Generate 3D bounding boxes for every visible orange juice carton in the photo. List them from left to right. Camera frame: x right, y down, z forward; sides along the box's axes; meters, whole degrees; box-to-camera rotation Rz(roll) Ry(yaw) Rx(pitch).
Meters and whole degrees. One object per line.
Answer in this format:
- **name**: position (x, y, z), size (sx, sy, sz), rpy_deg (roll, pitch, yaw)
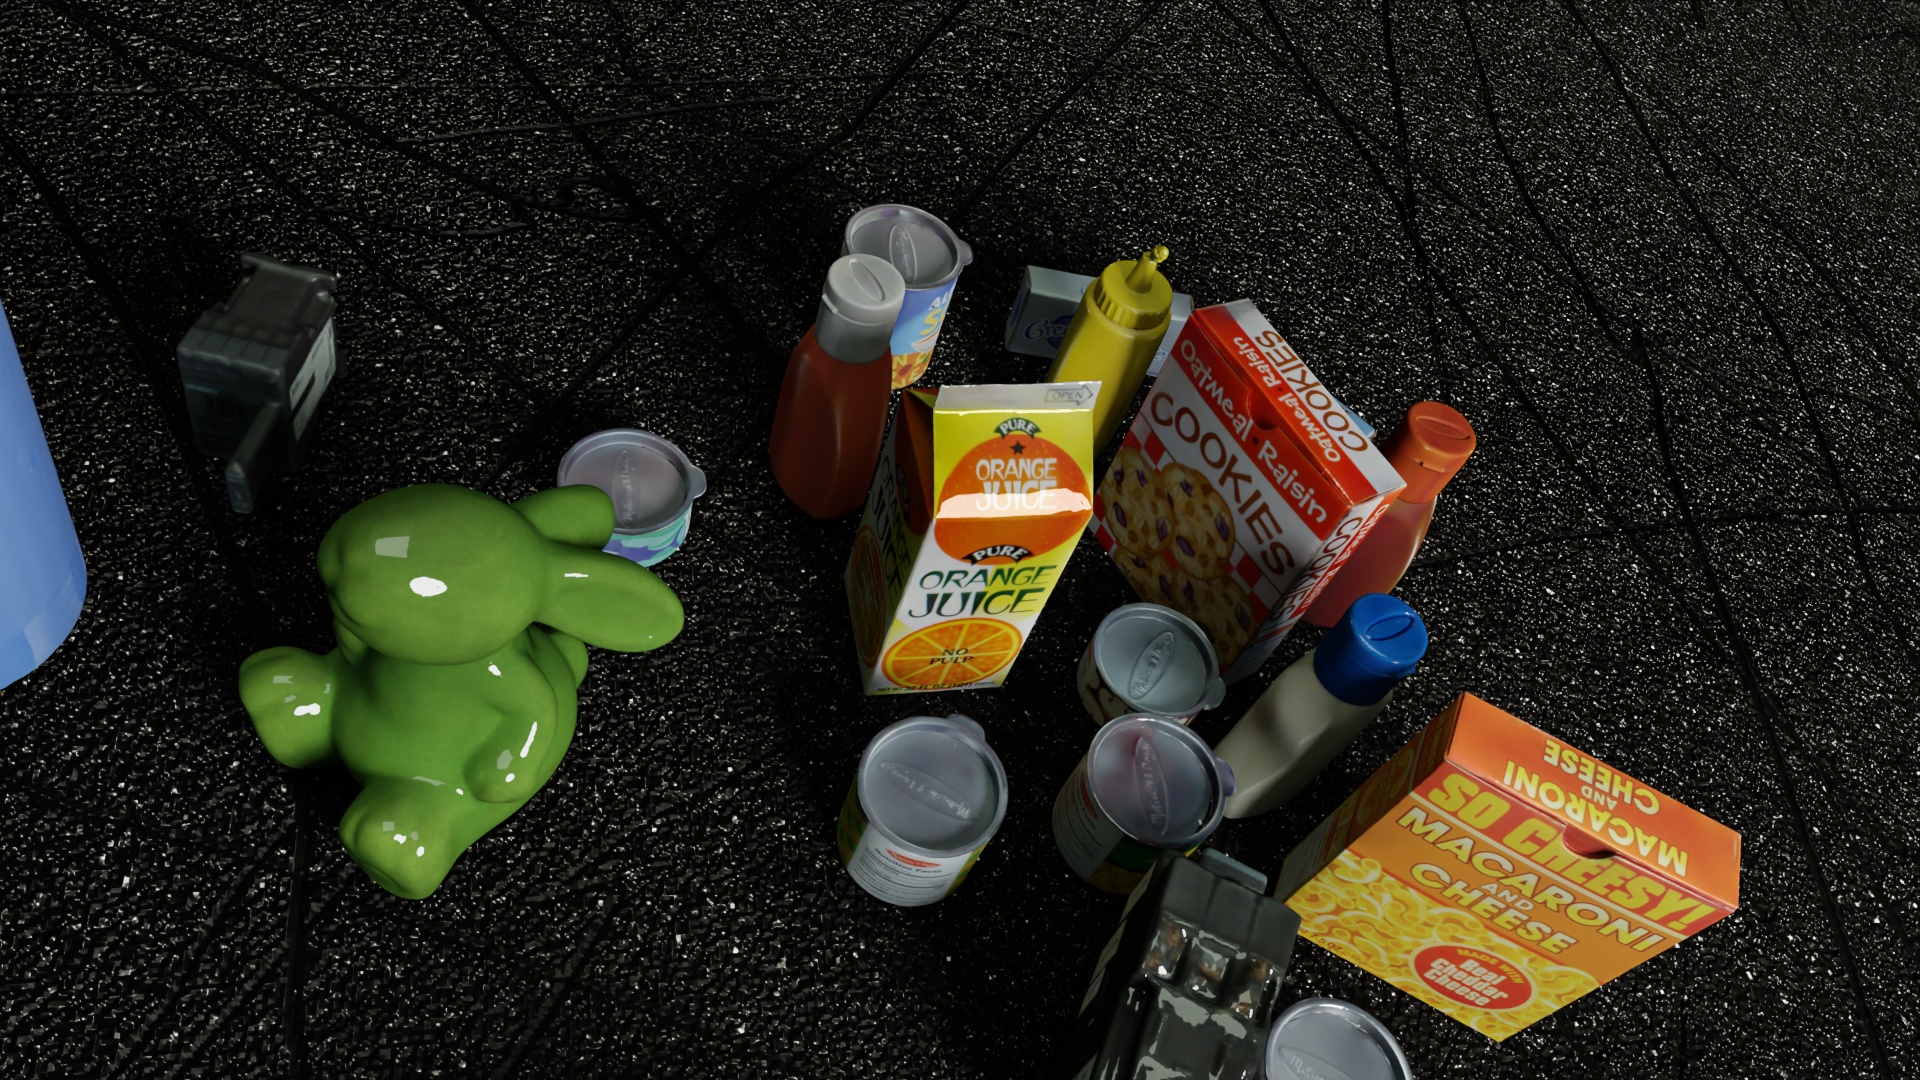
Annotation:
- **orange juice carton**: position (0.002, -0.008, 0.630), size (0.072, 0.191, 0.073), rpy_deg (-2, 55, -18)

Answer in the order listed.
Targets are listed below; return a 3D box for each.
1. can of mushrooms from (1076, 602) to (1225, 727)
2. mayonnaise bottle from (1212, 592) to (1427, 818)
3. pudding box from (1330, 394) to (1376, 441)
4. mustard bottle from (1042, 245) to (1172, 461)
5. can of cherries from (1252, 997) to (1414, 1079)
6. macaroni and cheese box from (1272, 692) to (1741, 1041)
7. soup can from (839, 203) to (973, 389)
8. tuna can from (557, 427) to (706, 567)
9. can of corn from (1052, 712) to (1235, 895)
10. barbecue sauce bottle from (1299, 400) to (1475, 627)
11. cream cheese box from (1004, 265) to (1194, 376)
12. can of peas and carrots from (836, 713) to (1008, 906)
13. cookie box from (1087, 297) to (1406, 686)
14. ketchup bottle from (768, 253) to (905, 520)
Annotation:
- **can of mushrooms**: position (0.096, 0.069, 0.703), size (0.071, 0.033, 0.071), rpy_deg (8, 53, -11)
- **mayonnaise bottle**: position (0.164, 0.078, 0.644), size (0.065, 0.147, 0.041), rpy_deg (-18, 62, -27)
- **pudding box**: position (0.199, -0.070, 0.828), size (0.084, 0.049, 0.030), rpy_deg (43, 54, 16)
- **mustard bottle**: position (0.079, -0.102, 0.745), size (0.049, 0.159, 0.066), rpy_deg (29, 52, 5)
- **can of cherries**: position (0.145, 0.234, 0.579), size (0.071, 0.058, 0.072), rpy_deg (8, 53, -11)
- **macaroni and cheese box**: position (0.226, 0.148, 0.600), size (0.124, 0.165, 0.040), rpy_deg (28, 51, 4)
- **soup can**: position (-0.037, -0.135, 0.782), size (0.071, 0.083, 0.072), rpy_deg (8, 53, -11)
- **tuna can**: position (-0.164, -0.021, 0.690), size (0.071, 0.032, 0.071), rpy_deg (8, 53, -11)
- **can of corn**: position (0.084, 0.123, 0.643), size (0.071, 0.058, 0.071), rpy_deg (8, 53, -11)
- **barbecue sauce bottle**: position (0.215, -0.012, 0.726), size (0.065, 0.147, 0.044), rpy_deg (19, 51, -3)
- **cream cheese box**: position (0.082, -0.131, 0.835), size (0.104, 0.053, 0.024), rpy_deg (8, 53, -11)
- **can of peas and carrots**: position (-0.017, 0.118, 0.615), size (0.071, 0.058, 0.071), rpy_deg (8, 53, -11)
- **cookie box**: position (0.133, -0.019, 0.694), size (0.040, 0.166, 0.123), rpy_deg (-20, 63, -29)
- **ketchup bottle**: position (-0.061, -0.076, 0.689), size (0.044, 0.148, 0.065), rpy_deg (-21, 63, -29)
